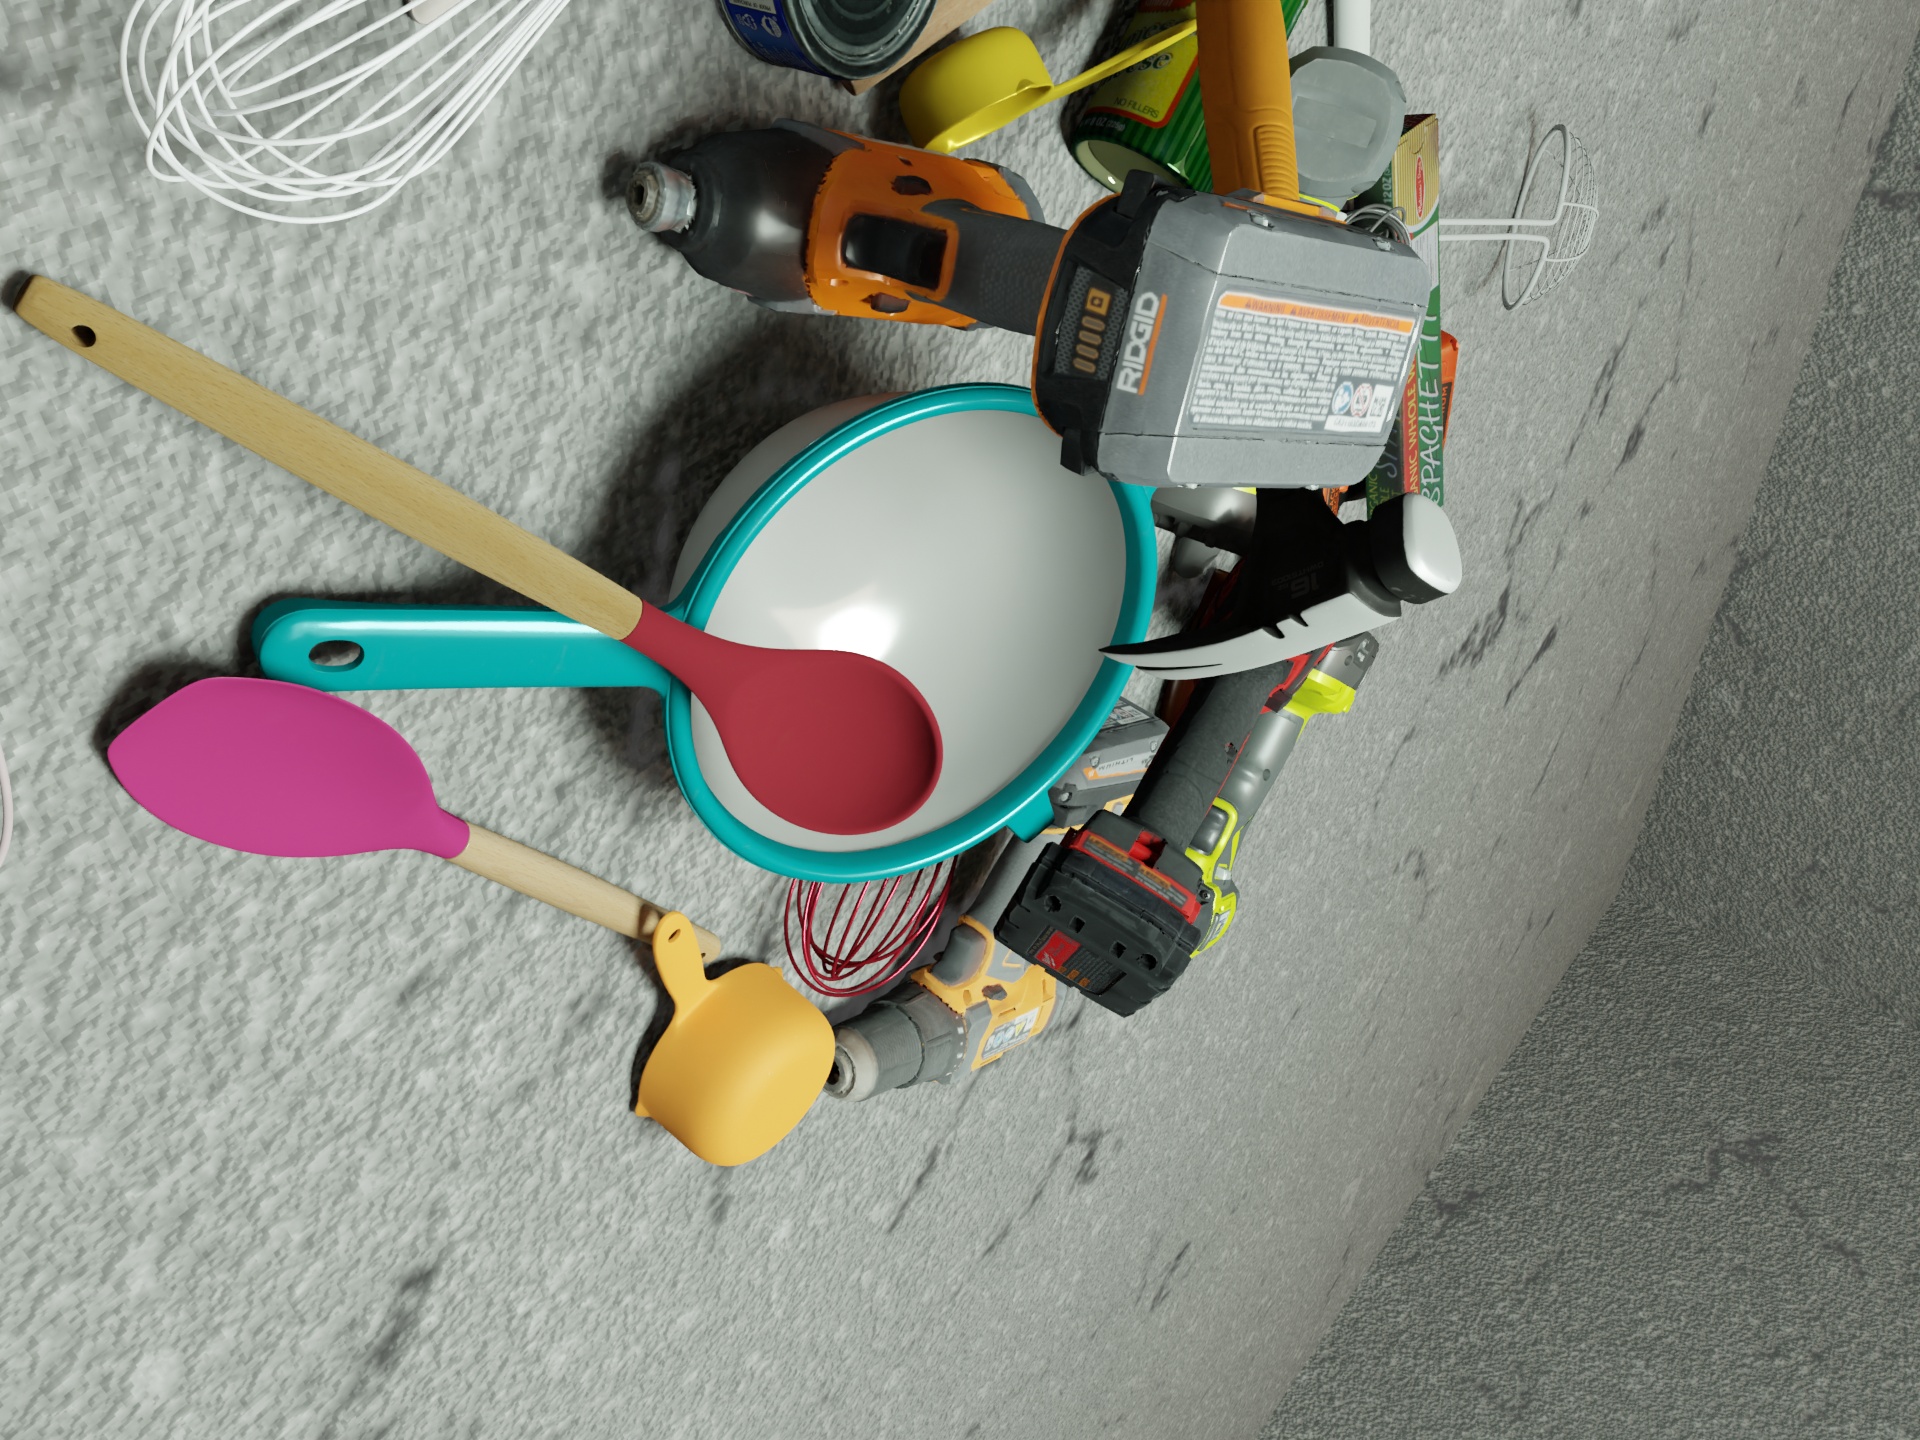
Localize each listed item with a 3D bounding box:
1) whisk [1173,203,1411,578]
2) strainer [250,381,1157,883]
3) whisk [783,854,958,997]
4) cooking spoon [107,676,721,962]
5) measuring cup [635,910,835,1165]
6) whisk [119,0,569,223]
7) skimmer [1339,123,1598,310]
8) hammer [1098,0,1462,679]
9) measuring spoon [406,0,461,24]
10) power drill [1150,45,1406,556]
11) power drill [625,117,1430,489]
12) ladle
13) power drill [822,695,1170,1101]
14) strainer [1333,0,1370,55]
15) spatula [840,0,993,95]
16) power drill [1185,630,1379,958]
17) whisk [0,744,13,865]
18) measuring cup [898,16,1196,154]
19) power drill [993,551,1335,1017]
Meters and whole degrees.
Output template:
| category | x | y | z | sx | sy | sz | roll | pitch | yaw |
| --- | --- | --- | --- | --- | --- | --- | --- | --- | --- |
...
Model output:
| category | x | y | z | sx | sy | sz | roll | pitch | yaw |
| --- | --- | --- | --- | --- | --- | --- | --- | --- | --- |
| whisk | 0.182 | -0.181 | 0.902 | 0.055 | 0.055 | 0.239 | -13 | 136 | -54 |
| strainer | -0.086 | -0.045 | 0.589 | 0.340 | 0.095 | 0.211 | -2 | 122 | -34 |
| whisk | -0.001 | -0.002 | 0.771 | 0.296 | 0.073 | 0.073 | -63 | 151 | -11 |
| cooking spoon | -0.169 | 0.050 | 0.579 | 0.069 | 0.017 | 0.318 | -34 | 151 | 7 |
| measuring cup | -0.100 | 0.139 | 0.703 | 0.095 | 0.052 | 0.173 | -44 | 155 | -24 |
| whisk | -0.098 | -0.220 | 0.426 | 0.285 | 0.070 | 0.070 | -47 | 147 | -27 |
| skimmer | 0.311 | -0.326 | 1.035 | 0.363 | 0.090 | 0.127 | -15 | 126 | -40 |
| hammer | 0.104 | -0.180 | 0.582 | 0.034 | 0.127 | 0.337 | 19 | 62 | -40 |
| measuring spoon | -0.120 | -0.246 | 0.436 | 0.124 | 0.018 | 0.034 | -57 | 154 | 2 |
| power drill | 0.150 | -0.209 | 0.792 | 0.190 | 0.080 | 0.228 | -59 | 168 | -72 |
| power drill | 0.010 | -0.141 | 0.503 | 0.164 | 0.227 | 0.084 | -7 | 118 | -43 |
| ladle | -0.122 | -0.040 | 0.482 | 0.315 | 0.031 | 0.069 | 31 | 107 | -40 |
| power drill | 0.012 | 0.098 | 0.853 | 0.185 | 0.084 | 0.226 | -11 | 127 | -52 |
| strainer | 0.197 | -0.395 | 0.790 | 0.087 | 0.050 | 0.258 | -38 | 148 | -11 |
| spatula | 0.082 | -0.326 | 0.586 | 0.316 | 0.018 | 0.059 | -38 | 143 | -6 |
| power drill | 0.159 | 0.037 | 0.931 | 0.223 | 0.080 | 0.171 | -65 | 163 | 6 |
| whisk | -0.249 | -0.051 | 0.364 | 0.047 | 0.051 | 0.245 | -44 | 147 | -69 |
| measuring cup | 0.040 | -0.260 | 0.617 | 0.156 | 0.062 | 0.029 | -34 | 102 | -28 |
| power drill | 0.106 | 0.023 | 0.751 | 0.220 | 0.078 | 0.143 | -57 | 175 | -19 |
